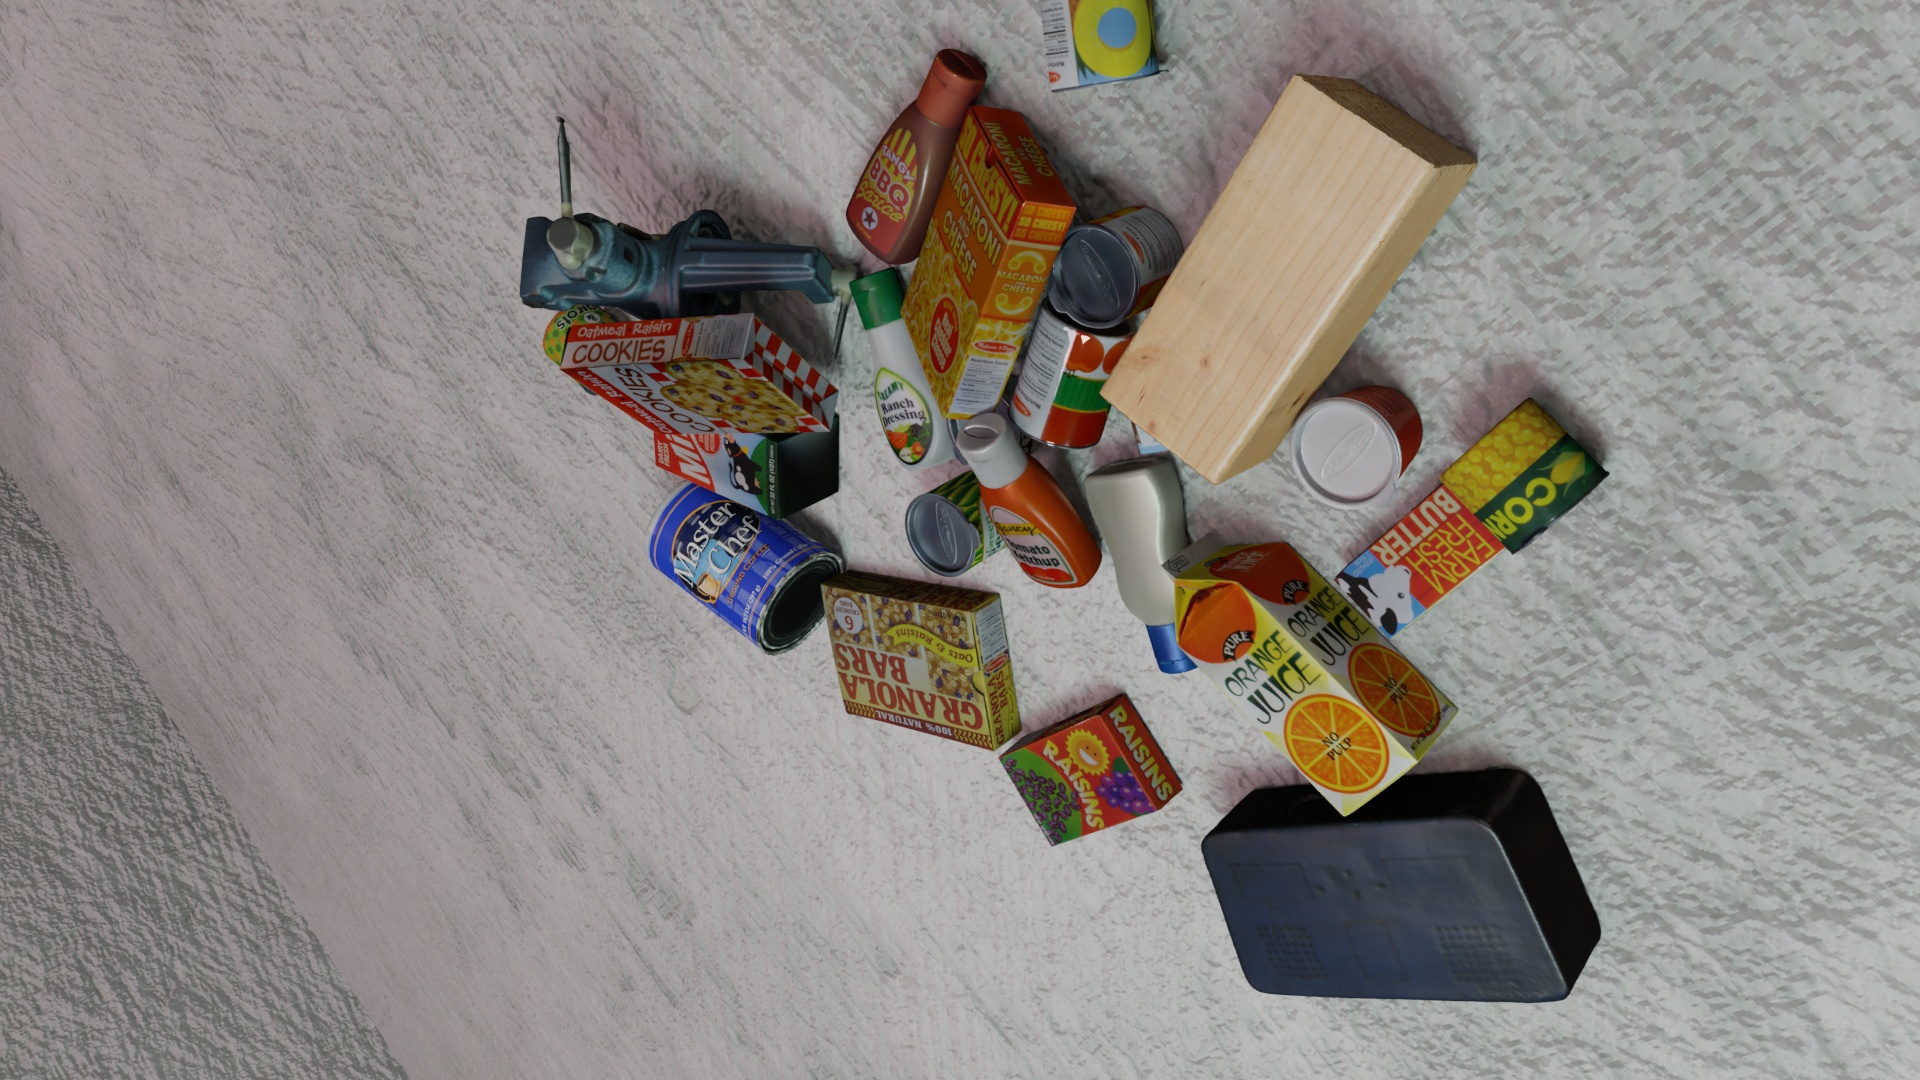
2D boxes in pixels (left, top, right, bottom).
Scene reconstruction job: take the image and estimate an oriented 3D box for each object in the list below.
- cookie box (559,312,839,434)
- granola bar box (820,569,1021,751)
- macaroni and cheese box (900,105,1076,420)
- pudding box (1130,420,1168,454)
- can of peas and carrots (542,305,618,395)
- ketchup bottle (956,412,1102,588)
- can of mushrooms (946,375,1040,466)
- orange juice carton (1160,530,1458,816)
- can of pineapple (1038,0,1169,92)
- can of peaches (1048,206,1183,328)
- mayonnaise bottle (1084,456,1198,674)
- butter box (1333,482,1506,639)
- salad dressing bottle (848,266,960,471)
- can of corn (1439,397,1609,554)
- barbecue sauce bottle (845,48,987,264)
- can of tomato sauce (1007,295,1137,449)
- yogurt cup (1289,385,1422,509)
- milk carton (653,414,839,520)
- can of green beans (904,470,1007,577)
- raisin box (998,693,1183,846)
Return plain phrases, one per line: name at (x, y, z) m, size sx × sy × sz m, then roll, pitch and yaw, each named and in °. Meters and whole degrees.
cookie box at (-0.195, -0.122, 1.043) m, size 0.167 × 0.122 × 0.040 m, roll 1°, pitch 70°, yaw 27°
granola bar box at (-0.035, 0.096, 1.139) m, size 0.165 × 0.039 × 0.123 m, roll 8°, pitch 116°, yaw 39°
macaroni and cheese box at (0.013, -0.181, 0.916) m, size 0.124 × 0.040 × 0.165 m, roll -111°, pitch 32°, yaw -43°
pudding box at (0.149, -0.086, 0.893) m, size 0.083 × 0.030 × 0.049 m, roll -7°, pitch 105°, yaw 43°
can of peas and carrots at (-0.330, -0.175, 1.242) m, size 0.059 × 0.071 × 0.070 m, roll 40°, pitch 132°, yaw 20°
ketchup bottle at (0.044, -0.027, 0.958) m, size 0.065 × 0.044 × 0.148 m, roll 11°, pitch 149°, yaw 39°
can of mushrooms at (0.024, -0.084, 1.002) m, size 0.071 × 0.033 × 0.070 m, roll 19°, pitch 123°, yaw 33°
orange juice carton at (0.212, 0.072, 0.888) m, size 0.193 × 0.072 × 0.072 m, roll 47°, pitch 133°, yaw 13°
can of pineapple at (0.084, -0.300, 0.820) m, size 0.071 × 0.071 × 0.057 m, roll 7°, pitch 115°, yaw 39°
can of peaches at (0.097, -0.172, 0.876) m, size 0.071 × 0.058 × 0.071 m, roll 20°, pitch 124°, yaw 33°
mayonnaise bottle at (0.133, 0.018, 0.953) m, size 0.064 × 0.041 × 0.147 m, roll -5°, pitch 108°, yaw 44°
butter box at (0.278, 0.010, 0.833) m, size 0.053 × 0.024 × 0.103 m, roll 48°, pitch 134°, yaw 11°
salad dressing bottle at (-0.042, -0.127, 1.031) m, size 0.064 × 0.044 × 0.147 m, roll -8°, pitch 105°, yaw 45°
can of corn at (0.304, -0.034, 0.755) m, size 0.058 × 0.071 × 0.070 m, roll 49°, pitch 134°, yaw 12°
barbecue sauce bottle at (-0.028, -0.263, 0.950) m, size 0.065 × 0.044 × 0.147 m, roll 52°, pitch 135°, yaw 19°
can of tomato sauce at (0.075, -0.113, 0.918) m, size 0.071 × 0.071 × 0.082 m, roll 33°, pitch 126°, yaw 24°
yogurt cup at (0.235, -0.058, 0.815) m, size 0.072 × 0.054 × 0.072 m, roll 19°, pitch 122°, yaw 33°
milk carton at (-0.195, -0.089, 1.162) m, size 0.191 × 0.074 × 0.072 m, roll 22°, pitch 124°, yaw 32°
can of green beans at (0.002, -0.013, 1.039) m, size 0.071 × 0.058 × 0.071 m, roll 19°, pitch 122°, yaw 34°
raisin box at (0.098, 0.178, 1.064) m, size 0.123 × 0.040 × 0.086 m, roll -33°, pitch 87°, yaw 46°
